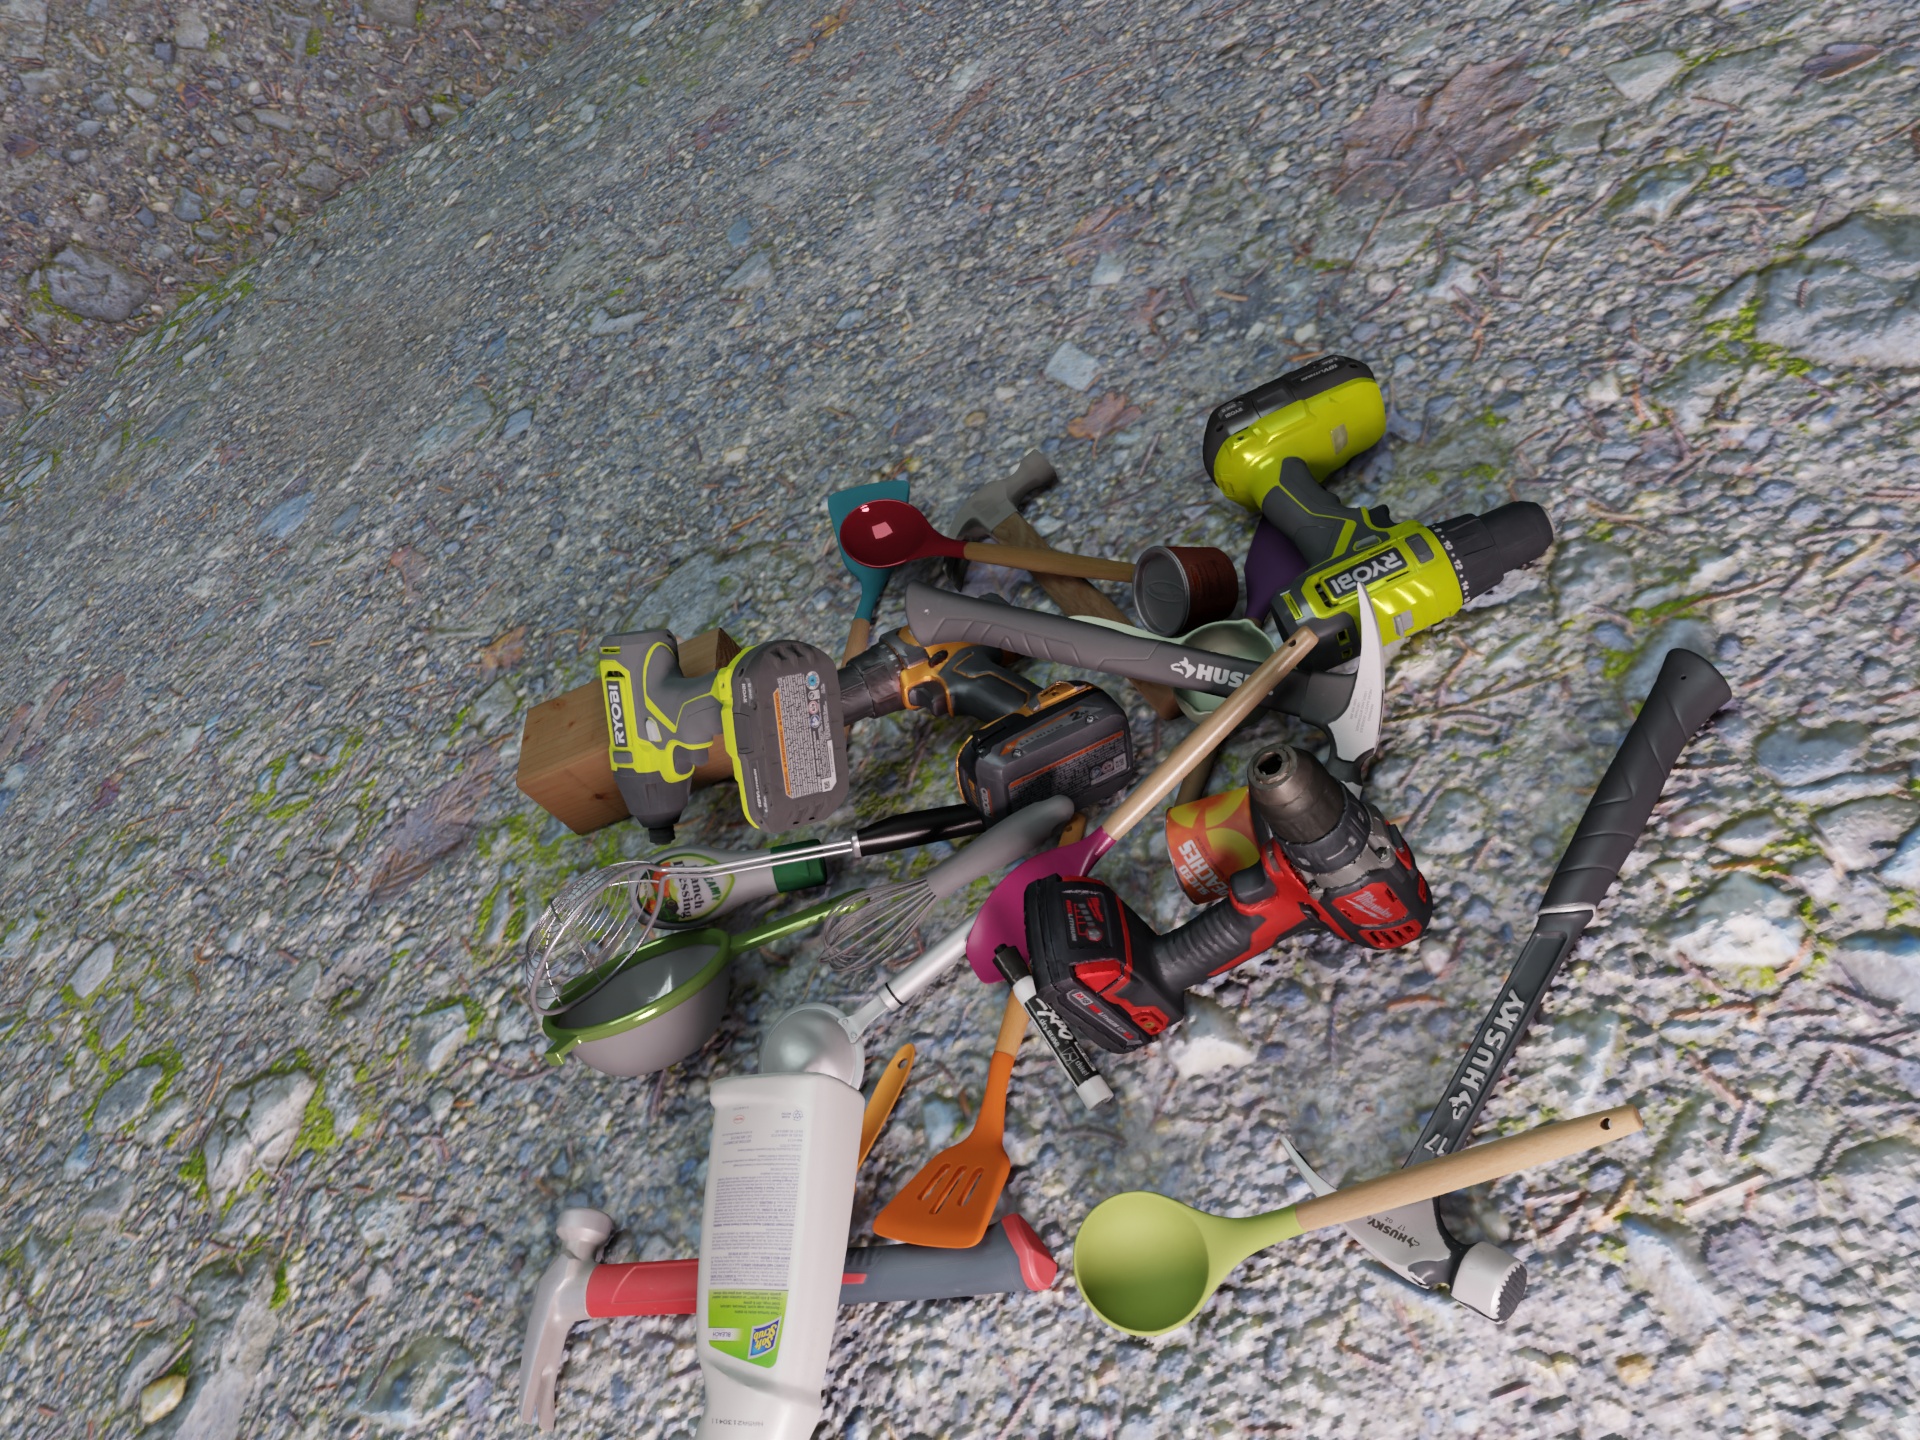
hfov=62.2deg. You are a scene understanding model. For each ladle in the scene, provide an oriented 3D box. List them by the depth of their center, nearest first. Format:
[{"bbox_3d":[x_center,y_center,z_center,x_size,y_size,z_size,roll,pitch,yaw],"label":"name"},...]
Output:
[{"bbox_3d":[0.197,0.254,0.833,0.320,0.062,0.078,-29,61,30],"label":"ladle"},{"bbox_3d":[0.027,-0.136,1.286,0.316,0.031,0.069,13,68,38],"label":"ladle"}]

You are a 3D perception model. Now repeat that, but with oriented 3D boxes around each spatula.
[{"bbox_3d":[0.032,0.195,1.050,0.081,0.041,0.323,-4,52,36],"label":"spatula"},{"bbox_3d":[0.205,-0.050,1.145,0.060,0.018,0.316,4,58,38],"label":"spatula"},{"bbox_3d":[-0.095,-0.068,1.351,0.082,0.044,0.318,-7,53,22],"label":"spatula"}]

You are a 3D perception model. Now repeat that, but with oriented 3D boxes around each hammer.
[{"bbox_3d":[0.331,0.125,0.906,0.149,0.036,0.409,19,68,44],"label":"hammer"},{"bbox_3d":[-0.120,0.373,1.016,0.386,0.038,0.143,-13,51,26],"label":"hammer"},{"bbox_3d":[0.118,-0.049,1.067,0.335,0.035,0.146,14,96,18],"label":"hammer"},{"bbox_3d":[0.086,-0.100,1.259,0.130,0.031,0.332,-39,43,1],"label":"hammer"}]

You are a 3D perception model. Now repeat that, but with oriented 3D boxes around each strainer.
[{"bbox_3d":[-0.057,0.196,1.107,0.258,0.050,0.087,-39,61,1],"label":"strainer"},{"bbox_3d":[-0.179,0.200,1.187,0.256,0.069,0.151,-21,13,-4],"label":"strainer"}]

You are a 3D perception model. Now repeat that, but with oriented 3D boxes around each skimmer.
[{"bbox_3d":[-0.129,0.127,1.136,0.363,0.127,0.090,-11,62,-5],"label":"skimmer"}]

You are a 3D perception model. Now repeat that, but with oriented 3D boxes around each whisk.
[{"bbox_3d":[-0.013,0.114,1.108,0.239,0.055,0.055,-34,42,28],"label":"whisk"}]

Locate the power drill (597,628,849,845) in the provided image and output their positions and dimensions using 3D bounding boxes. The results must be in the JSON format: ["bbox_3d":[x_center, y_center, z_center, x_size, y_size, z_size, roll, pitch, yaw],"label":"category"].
[{"bbox_3d":[-0.188,0.016,1.210,0.223,0.080,0.171,1,101,45],"label":"power drill"}]

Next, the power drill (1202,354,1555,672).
[{"bbox_3d":[0.286,-0.153,1.126,0.190,0.080,0.229,-25,50,5],"label":"power drill"}]

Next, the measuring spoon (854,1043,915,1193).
[{"bbox_3d":[-0.056,0.272,1.076,0.021,0.011,0.117,1,54,41],"label":"measuring spoon"}]

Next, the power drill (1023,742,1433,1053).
[{"bbox_3d":[0.149,0.103,0.943,0.226,0.187,0.080,-25,46,21],"label":"power drill"}]

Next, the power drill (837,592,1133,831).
[{"bbox_3d":[-0.002,-0.004,1.173,0.185,0.084,0.226,-24,39,-18],"label":"power drill"}]

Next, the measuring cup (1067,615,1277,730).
[{"bbox_3d":[0.147,-0.041,1.125,0.168,0.038,0.083,19,66,30],"label":"measuring cup"}]

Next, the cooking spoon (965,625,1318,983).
[{"bbox_3d":[0.116,0.056,1.040,0.319,0.017,0.069,-47,42,14],"label":"cooking spoon"}]
